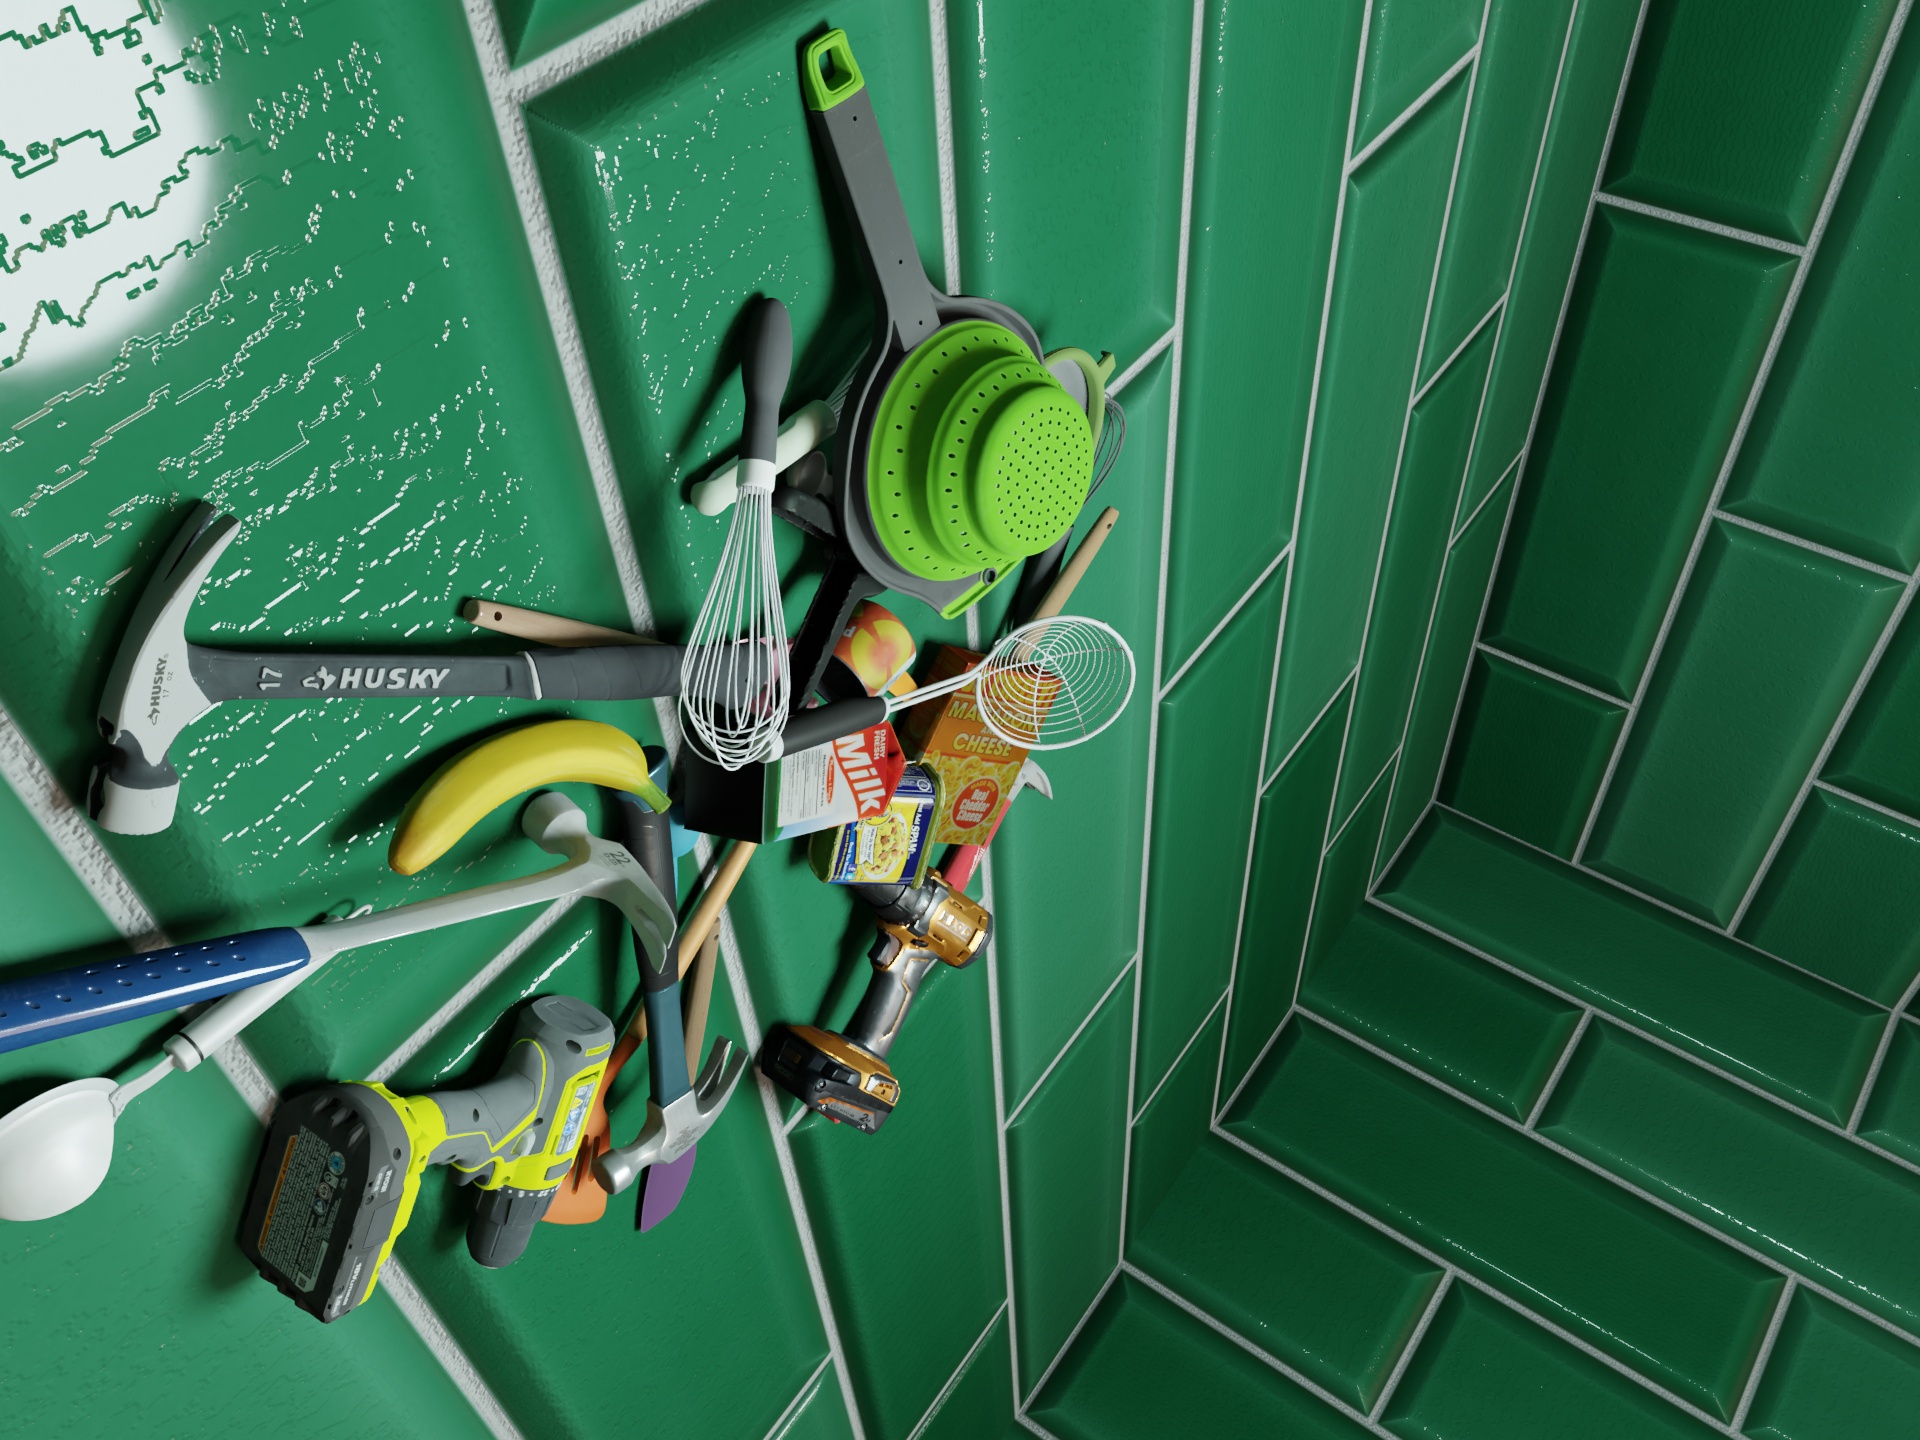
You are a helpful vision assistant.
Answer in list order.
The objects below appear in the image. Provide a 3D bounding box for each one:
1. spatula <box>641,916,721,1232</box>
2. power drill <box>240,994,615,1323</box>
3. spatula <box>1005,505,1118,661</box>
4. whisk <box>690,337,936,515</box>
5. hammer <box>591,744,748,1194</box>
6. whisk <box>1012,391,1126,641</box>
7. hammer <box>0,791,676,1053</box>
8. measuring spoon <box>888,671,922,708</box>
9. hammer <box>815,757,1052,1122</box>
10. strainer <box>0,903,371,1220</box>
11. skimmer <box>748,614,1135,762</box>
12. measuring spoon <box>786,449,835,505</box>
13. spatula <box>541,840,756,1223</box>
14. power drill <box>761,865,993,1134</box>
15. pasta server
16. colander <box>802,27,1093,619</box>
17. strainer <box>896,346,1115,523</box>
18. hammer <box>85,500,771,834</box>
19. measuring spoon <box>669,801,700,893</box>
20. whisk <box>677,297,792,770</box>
[{"bbox_3d":[-0.217,0.283,1.260,0.060,0.018,0.315,-28,139,-51],"label":"spatula"},{"bbox_3d":[-0.323,0.283,0.995,0.228,0.080,0.190,-4,117,-64],"label":"power drill"},{"bbox_3d":[0.055,-0.046,1.395,0.082,0.044,0.317,15,112,-50],"label":"spatula"},{"bbox_3d":[-0.083,-0.202,1.032,0.246,0.058,0.059,-42,113,-32],"label":"whisk"},{"bbox_3d":[-0.209,0.170,1.098,0.128,0.033,0.330,-28,129,-42],"label":"hammer"},{"bbox_3d":[0.089,-0.171,1.382,0.055,0.055,0.238,-22,137,-54],"label":"whisk"},{"bbox_3d":[-0.322,0.114,0.802,0.405,0.144,0.035,-11,129,-51],"label":"hammer"},{"bbox_3d":[-0.050,-0.030,1.294,0.021,0.011,0.116,-53,150,-5],"label":"measuring spoon"},{"bbox_3d":[-0.029,0.206,1.520,0.386,0.038,0.143,-60,156,-6],"label":"hammer"},{"bbox_3d":[-0.395,0.172,0.797,0.258,0.050,0.086,-45,165,-40],"label":"strainer"},{"bbox_3d":[-0.002,-0.004,1.147,0.363,0.090,0.127,-20,143,-52],"label":"skimmer"},{"bbox_3d":[-0.091,-0.160,1.091,0.034,0.018,0.124,-67,161,2],"label":"measuring spoon"},{"bbox_3d":[-0.218,0.212,1.156,0.322,0.041,0.081,-60,147,-3],"label":"spatula"},{"bbox_3d":[-0.080,0.226,1.379,0.185,0.084,0.226,41,76,-46],"label":"power drill"},{"bbox_3d":[-0.186,-0.041,0.990,0.316,0.040,0.060,14,83,-63],"label":"pasta server"},{"bbox_3d":[-0.001,-0.230,0.997,0.204,0.095,0.396,-43,134,-26],"label":"colander"},{"bbox_3d":[0.010,-0.213,1.167,0.256,0.069,0.151,-10,124,-54],"label":"strainer"},{"bbox_3d":[-0.246,-0.029,0.849,0.408,0.036,0.149,-4,116,-55],"label":"hammer"},{"bbox_3d":[-0.201,0.116,1.127,0.042,0.021,0.128,-32,141,-48],"label":"measuring spoon"},{"bbox_3d":[-0.124,-0.112,0.935,0.070,0.070,0.285,18,74,-64],"label":"whisk"}]
